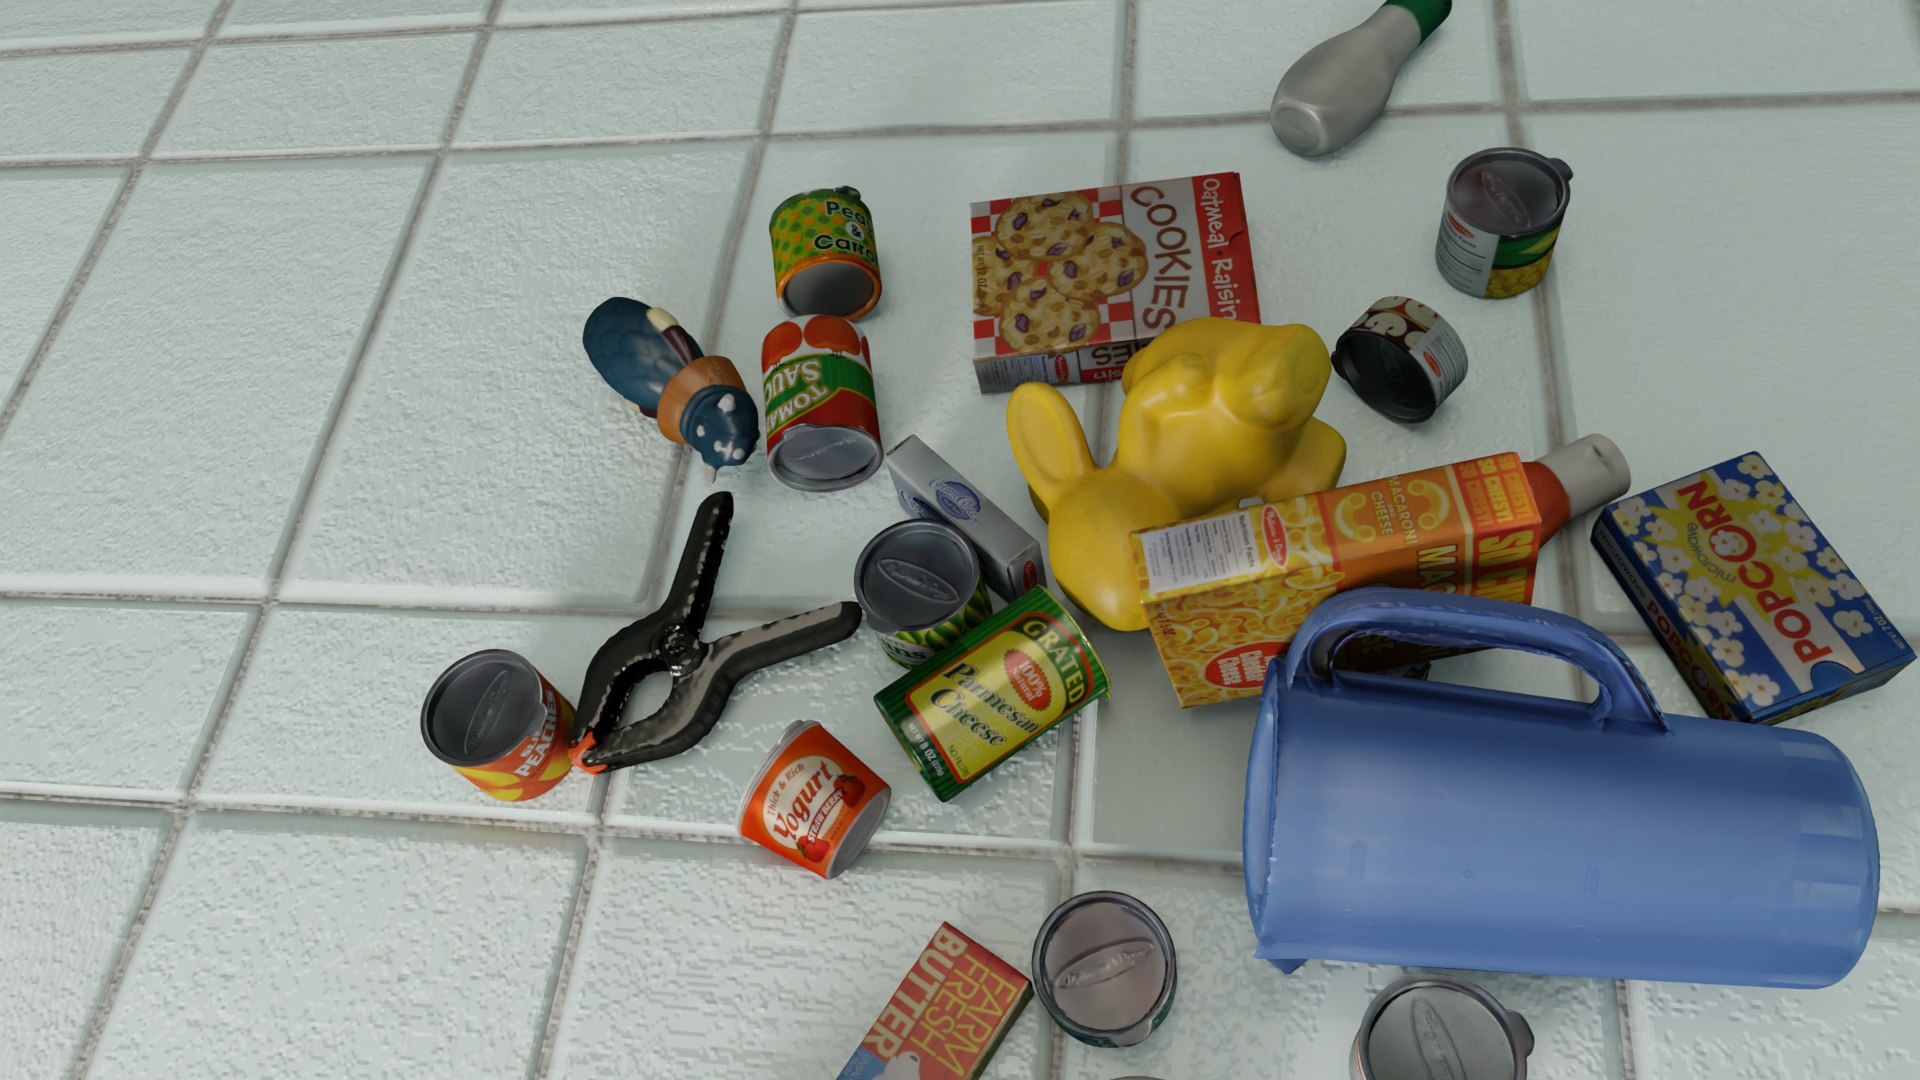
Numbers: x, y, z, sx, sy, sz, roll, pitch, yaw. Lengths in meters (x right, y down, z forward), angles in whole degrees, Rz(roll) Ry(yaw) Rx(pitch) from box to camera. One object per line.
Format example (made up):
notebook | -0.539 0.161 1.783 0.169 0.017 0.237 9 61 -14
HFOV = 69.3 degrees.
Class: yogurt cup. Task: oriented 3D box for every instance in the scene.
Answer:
yogurt cup | -0.071 0.132 0.692 0.054 0.072 0.072 31 70 16

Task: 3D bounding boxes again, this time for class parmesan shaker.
parmesan shaker | 0.017 0.080 0.705 0.103 0.071 0.071 -34 60 -9

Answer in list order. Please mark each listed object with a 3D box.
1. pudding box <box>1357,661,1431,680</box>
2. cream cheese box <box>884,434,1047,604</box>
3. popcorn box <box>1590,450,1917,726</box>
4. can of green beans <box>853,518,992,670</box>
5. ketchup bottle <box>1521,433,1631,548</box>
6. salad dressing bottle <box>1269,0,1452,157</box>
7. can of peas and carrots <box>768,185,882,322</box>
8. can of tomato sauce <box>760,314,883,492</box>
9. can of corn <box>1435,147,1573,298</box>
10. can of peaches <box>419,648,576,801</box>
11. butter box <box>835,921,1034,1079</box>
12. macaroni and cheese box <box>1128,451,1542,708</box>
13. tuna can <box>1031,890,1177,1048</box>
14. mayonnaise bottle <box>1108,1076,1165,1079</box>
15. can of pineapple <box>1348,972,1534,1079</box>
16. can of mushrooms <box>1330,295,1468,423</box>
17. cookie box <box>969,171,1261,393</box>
pudding box | 0.190 0.055 0.708 0.050 0.030 0.084 -40 61 -11
cream cheese box | 0.003 -0.010 0.765 0.024 0.053 0.104 -40 62 -15
popcorn box | 0.385 0.026 0.685 0.085 0.038 0.127 -19 59 -3
can of green beans | -0.019 0.031 0.743 0.071 0.057 0.071 -4 60 8
ketchup bottle | 0.273 -0.010 0.722 0.149 0.043 0.065 -25 65 -5
salad dressing bottle | 0.261 -0.309 0.897 0.064 0.043 0.148 35 71 28
can of peas and carrots | -0.083 -0.177 0.866 0.071 0.070 0.059 -12 60 3
can of tomato sauce | -0.083 -0.081 0.812 0.071 0.071 0.083 -11 59 4
can of corn | 0.315 -0.184 0.806 0.071 0.058 0.071 -4 60 8
can of peaches | -0.242 0.100 0.743 0.071 0.057 0.071 -4 60 7
butter box | -0.015 0.235 0.644 0.053 0.024 0.104 28 69 23
macaroni and cheese box | 0.171 0.022 0.636 0.166 0.123 0.040 -13 58 11
tuna can | 0.068 0.201 0.644 0.071 0.032 0.071 -4 60 8
mayonnaise bottle | 0.024 0.265 0.595 0.148 0.041 0.065 0 64 -3
can of pineapple | 0.203 0.224 0.592 0.071 0.057 0.071 -4 60 8
can of mushrooms | 0.242 -0.101 0.768 0.033 0.070 0.071 -44 63 -14
cookie box | 0.091 -0.157 0.841 0.167 0.040 0.123 -5 60 7
